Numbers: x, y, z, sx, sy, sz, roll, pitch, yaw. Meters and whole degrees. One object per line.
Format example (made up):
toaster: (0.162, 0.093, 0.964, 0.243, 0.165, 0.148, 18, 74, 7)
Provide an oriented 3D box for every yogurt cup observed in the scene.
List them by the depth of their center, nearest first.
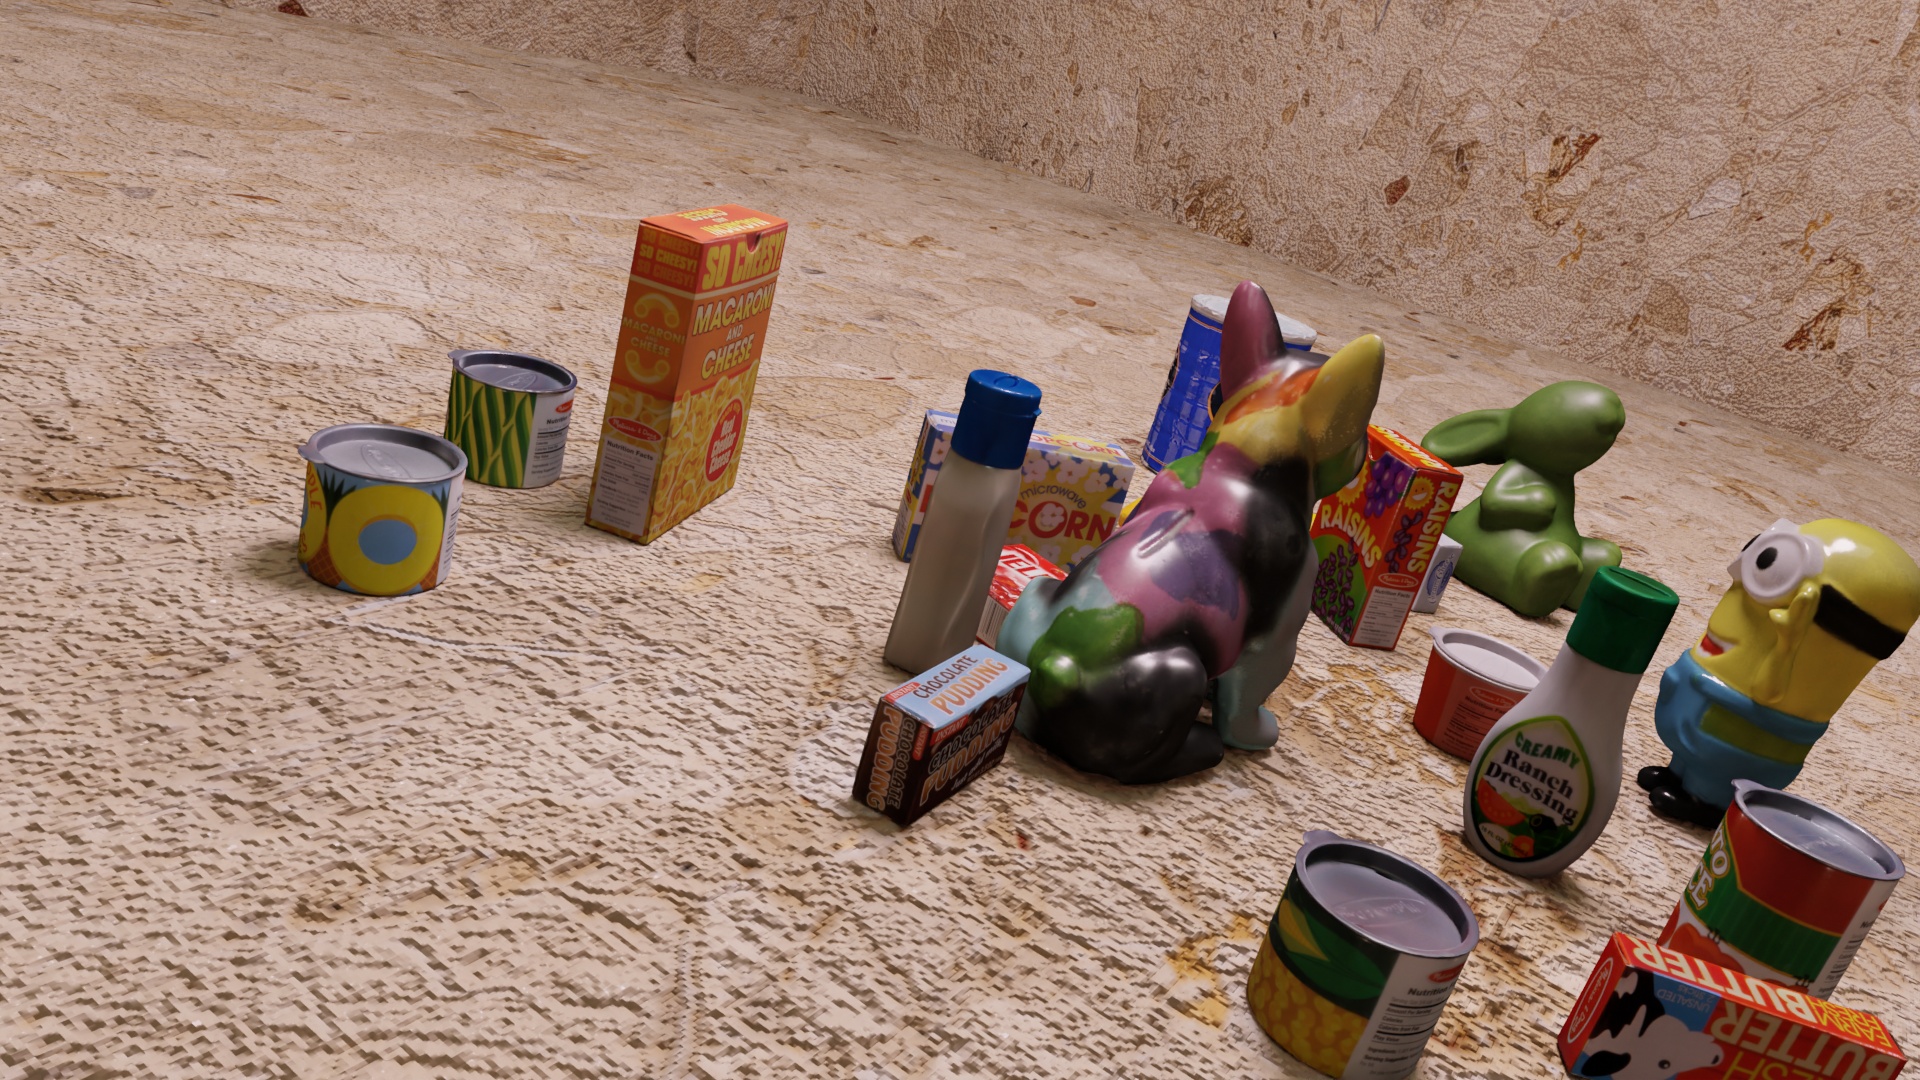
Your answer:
yogurt cup: (0.287, 0.088, 0.771, 0.072, 0.053, 0.072, 14, 20, -5)

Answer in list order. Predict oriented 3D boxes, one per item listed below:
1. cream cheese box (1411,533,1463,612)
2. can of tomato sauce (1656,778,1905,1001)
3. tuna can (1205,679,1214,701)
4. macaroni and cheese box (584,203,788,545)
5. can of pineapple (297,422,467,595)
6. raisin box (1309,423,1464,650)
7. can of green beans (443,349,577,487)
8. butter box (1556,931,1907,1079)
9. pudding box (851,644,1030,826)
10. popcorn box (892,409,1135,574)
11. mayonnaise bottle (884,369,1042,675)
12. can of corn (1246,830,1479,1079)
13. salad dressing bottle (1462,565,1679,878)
cream cheese box: (0.312, 0.006, 1.003, 0.024, 0.053, 0.104, 6, 23, -26)
can of tomato sauce: (0.346, 0.157, 0.595, 0.071, 0.082, 0.071, 14, 20, -5)
tuna can: (0.143, 0.062, 0.761, 0.071, 0.032, 0.071, 14, 20, -5)
macaroni and cheese box: (-0.147, -0.095, 0.763, 0.040, 0.165, 0.124, 19, 20, 8)
can of pineapple: (-0.263, -0.015, 0.626, 0.071, 0.057, 0.071, 14, 20, -5)
raisin box: (0.264, -0.004, 0.893, 0.040, 0.123, 0.086, 9, 21, -17)
can of green beans: (-0.251, -0.068, 0.772, 0.071, 0.057, 0.071, 14, 20, -5)
butter box: (0.282, 0.187, 0.513, 0.103, 0.053, 0.024, 17, 20, 4)
pudding box: (-0.007, 0.079, 0.583, 0.030, 0.049, 0.084, 25, 22, 23)
popcorn box: (0.031, -0.023, 0.824, 0.127, 0.085, 0.038, 9, 21, -17)
mayonnaise bottle: (0.002, -0.008, 0.676, 0.041, 0.147, 0.065, 20, 20, 11)
can of corn: (0.141, 0.149, 0.500, 0.071, 0.058, 0.071, 14, 20, -5)
salad dressing bottle: (0.283, 0.084, 0.643, 0.064, 0.147, 0.044, 31, 25, 35)
